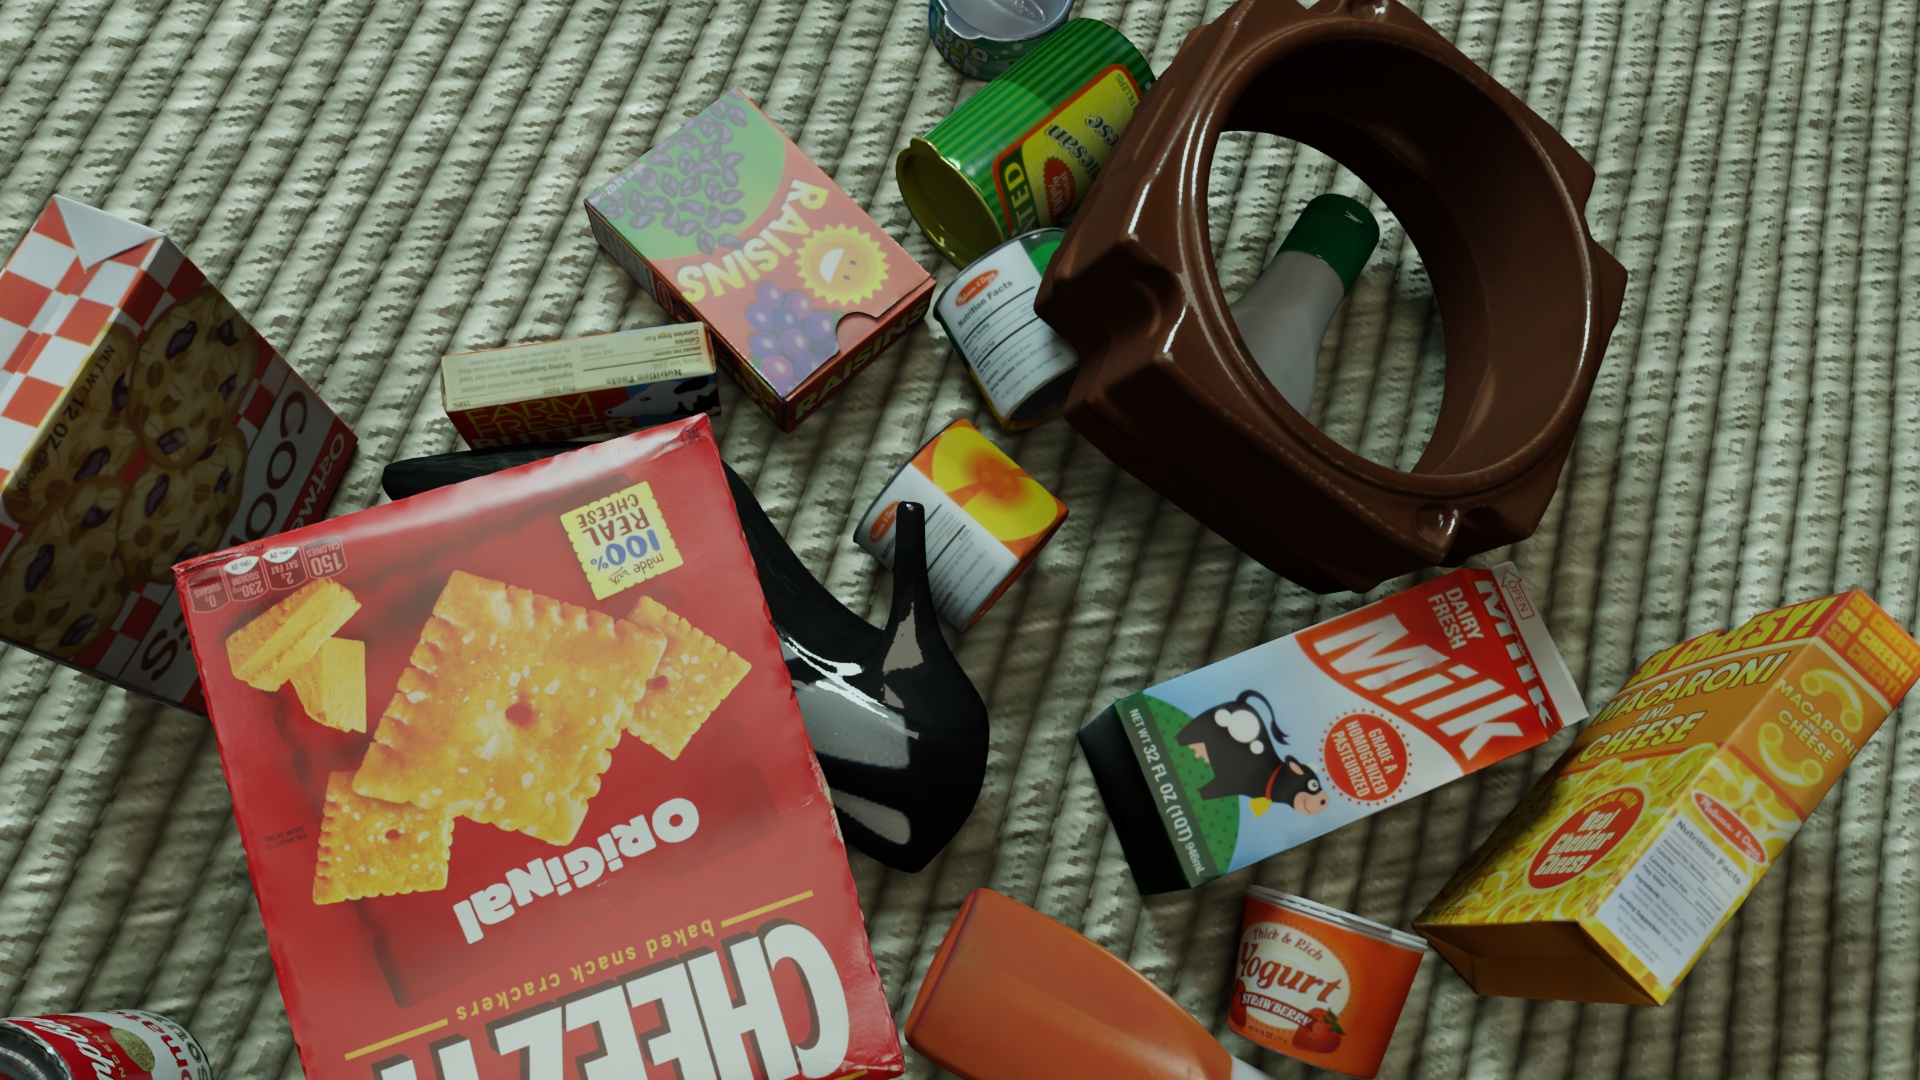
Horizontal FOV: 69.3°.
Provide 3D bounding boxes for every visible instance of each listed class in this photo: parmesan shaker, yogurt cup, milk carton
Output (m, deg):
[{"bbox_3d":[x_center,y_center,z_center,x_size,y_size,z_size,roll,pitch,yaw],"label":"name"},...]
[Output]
[{"bbox_3d":[0.031,-0.173,0.601,0.071,0.071,0.103,45,73,8],"label":"parmesan shaker"},{"bbox_3d":[0.132,0.163,0.513,0.072,0.072,0.054,18,80,-1],"label":"yogurt cup"},{"bbox_3d":[0.150,0.069,0.538,0.191,0.073,0.072,-18,76,-12],"label":"milk carton"}]

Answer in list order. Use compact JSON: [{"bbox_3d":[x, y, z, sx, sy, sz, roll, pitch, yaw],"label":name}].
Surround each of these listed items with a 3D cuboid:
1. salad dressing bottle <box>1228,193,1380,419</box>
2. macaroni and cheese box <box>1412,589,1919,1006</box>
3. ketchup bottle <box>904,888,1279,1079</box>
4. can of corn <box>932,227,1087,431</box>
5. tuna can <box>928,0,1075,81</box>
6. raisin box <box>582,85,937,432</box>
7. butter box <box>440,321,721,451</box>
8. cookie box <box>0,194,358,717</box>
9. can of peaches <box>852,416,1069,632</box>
[{"bbox_3d":[0.134,-0.087,0.602,0.064,0.044,0.148,36,70,-1],"label":"salad dressing bottle"},{"bbox_3d":[0.258,0.096,0.516,0.167,0.123,0.040,-42,83,-17],"label":"macaroni and cheese box"},{"bbox_3d":[0.058,0.187,0.505,0.149,0.043,0.065,27,73,2],"label":"ketchup bottle"},{"bbox_3d":[0.033,-0.087,0.579,0.071,0.071,0.058,-27,79,-14],"label":"can of corn"},{"bbox_3d":[0.017,-0.247,0.643,0.071,0.032,0.071,2,72,-6],"label":"tuna can"},{"bbox_3d":[-0.084,-0.119,0.588,0.086,0.040,0.123,-42,82,-18],"label":"raisin box"},{"bbox_3d":[-0.149,-0.061,0.554,0.104,0.053,0.024,-10,77,-9],"label":"butter box"},{"bbox_3d":[-0.273,-0.017,0.466,0.040,0.167,0.123,20,72,3],"label":"cookie box"},{"bbox_3d":[0.002,-0.007,0.549,0.058,0.071,0.071,41,73,7],"label":"can of peaches"}]
